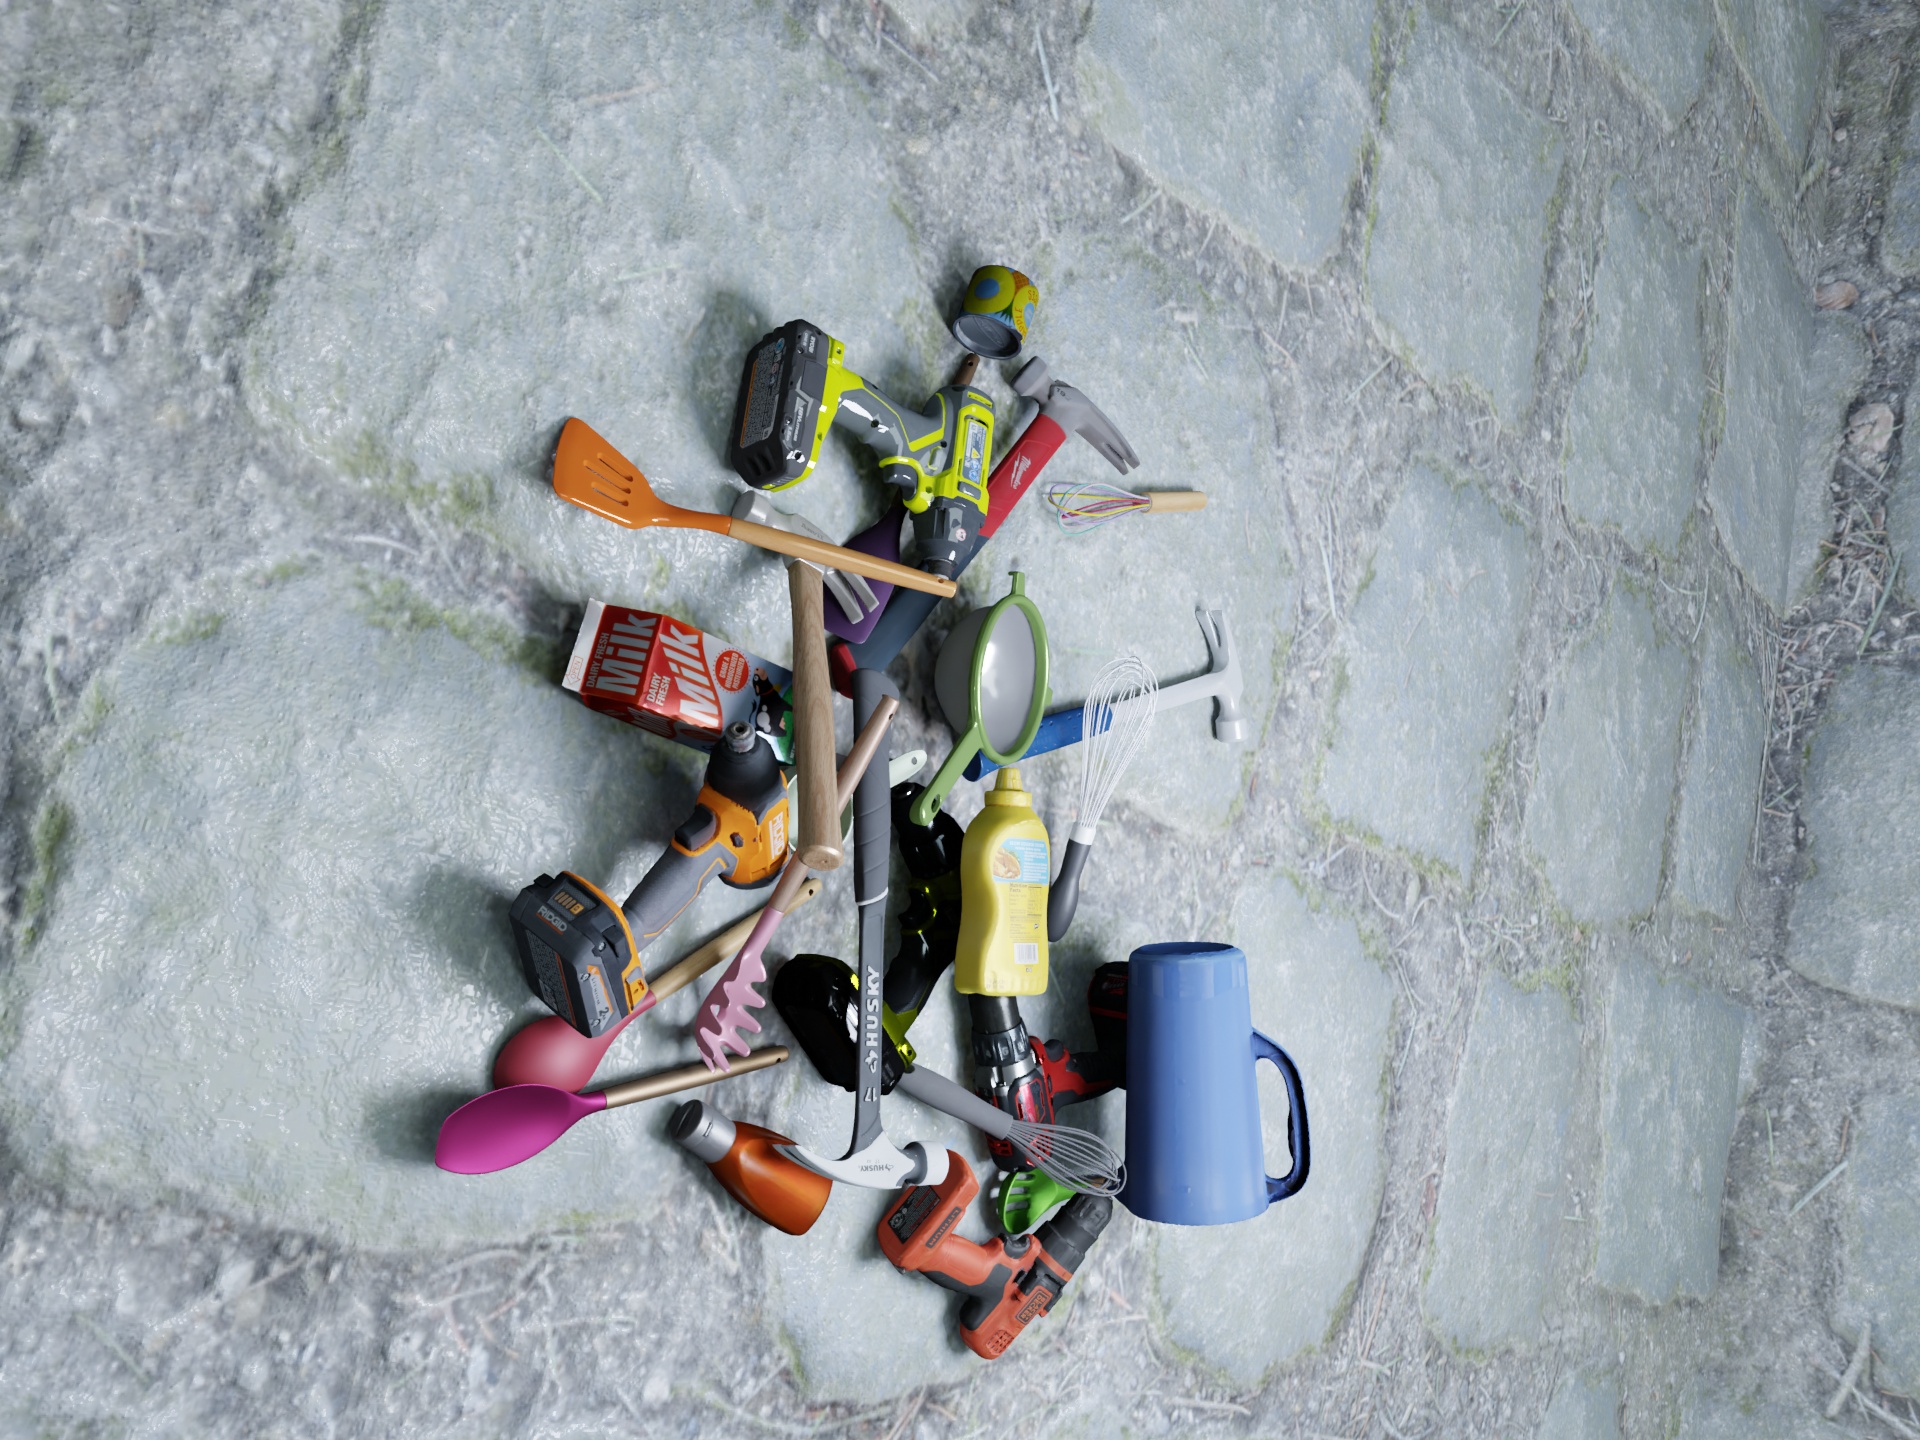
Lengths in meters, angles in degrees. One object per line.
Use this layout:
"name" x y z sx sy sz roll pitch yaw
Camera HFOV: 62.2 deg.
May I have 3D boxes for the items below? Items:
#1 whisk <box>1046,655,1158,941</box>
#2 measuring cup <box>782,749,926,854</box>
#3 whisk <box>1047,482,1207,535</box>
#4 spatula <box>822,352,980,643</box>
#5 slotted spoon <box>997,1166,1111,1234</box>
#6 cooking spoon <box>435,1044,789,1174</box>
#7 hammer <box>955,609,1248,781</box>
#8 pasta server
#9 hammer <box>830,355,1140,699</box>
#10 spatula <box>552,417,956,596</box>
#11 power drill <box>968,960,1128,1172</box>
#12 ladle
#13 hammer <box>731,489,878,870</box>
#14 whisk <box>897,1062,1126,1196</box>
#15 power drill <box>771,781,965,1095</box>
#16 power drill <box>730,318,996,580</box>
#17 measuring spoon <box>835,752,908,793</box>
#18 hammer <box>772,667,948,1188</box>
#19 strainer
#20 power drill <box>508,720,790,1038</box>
"whisk" 0.124 0.075 1.498 0.070 0.070 0.284 8 102 -43
"measuring cup" -0.097 0.058 1.331 0.167 0.038 0.083 -27 108 -41
"whisk" 0.173 -0.214 1.589 0.245 0.047 0.051 -10 95 -46
"spatula" -0.047 -0.203 1.388 0.060 0.018 0.316 26 65 -2
"slotted spoon" 0.139 0.459 1.559 0.313 0.031 0.070 13 87 -45
"cooking spoon" -0.247 0.277 1.180 0.318 0.017 0.068 -2 113 -49
"hammer" 0.150 -0.012 1.568 0.405 0.035 0.144 -16 101 -42
"pasta server" -0.122 0.124 1.218 0.316 0.040 0.060 -61 156 3
"hammer" 0.017 -0.155 1.420 0.143 0.038 0.386 41 63 -11
"spatula" -0.151 -0.147 1.214 0.322 0.041 0.081 14 51 -17
"power drill" 0.100 0.296 1.493 0.226 0.080 0.188 -19 102 -39
"ladle" -0.219 0.200 1.224 0.315 0.031 0.069 -33 118 -41
"hammer" -0.112 -0.030 1.213 0.130 0.031 0.332 28 40 -37
"whisk" 0.040 0.353 1.394 0.239 0.055 0.055 29 67 -7
"power drill" -0.052 0.183 1.348 0.228 0.080 0.190 -48 120 -36
"power drill" -0.071 -0.221 1.311 0.223 0.080 0.171 19 71 -36
"measuring spoon" -0.090 0.041 1.352 0.124 0.018 0.034 16 79 -41
"hammer" -0.075 0.159 1.258 0.149 0.036 0.409 11 72 -40
"strainer" -0.002 -0.004 1.371 0.256 0.069 0.151 -57 143 -40
"power drill" -0.212 0.104 1.150 0.226 0.084 0.164 -42 152 -33
